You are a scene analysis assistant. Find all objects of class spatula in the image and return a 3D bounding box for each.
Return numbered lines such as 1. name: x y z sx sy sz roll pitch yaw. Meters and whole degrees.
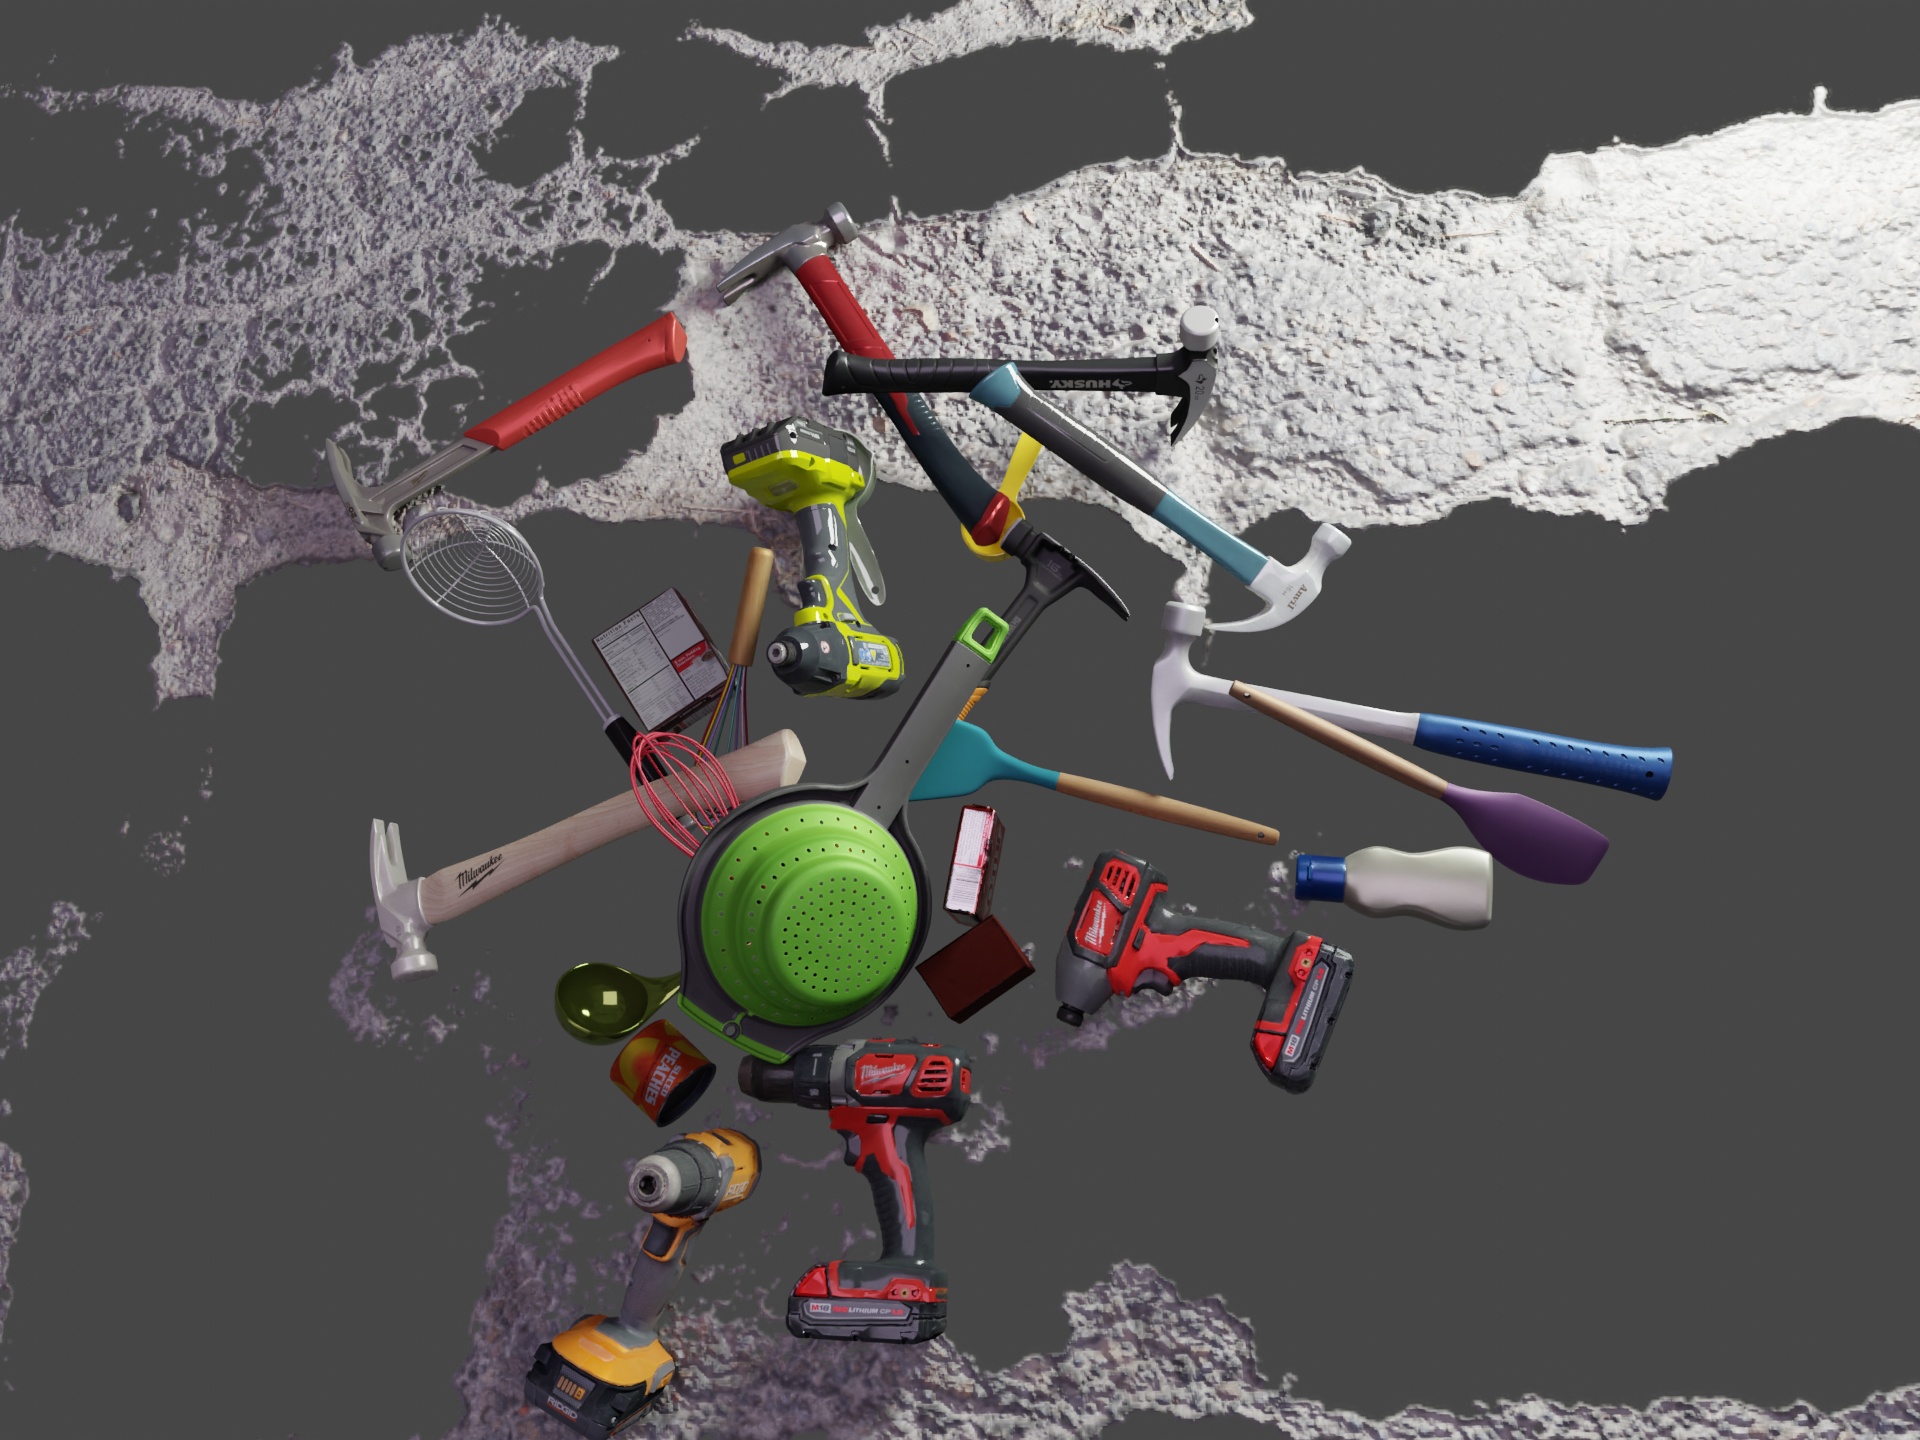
1. spatula: 0.353 0.046 1.245 0.316 0.018 0.059 27 109 3
2. spatula: 0.103 0.060 1.301 0.317 0.044 0.082 14 100 8

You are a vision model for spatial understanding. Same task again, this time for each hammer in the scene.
1. hammer: 0.154 -0.189 1.314 0.331 0.033 0.128 34 96 -5
2. hammer: 0.351 0.011 1.271 0.405 0.035 0.144 11 96 9
3. hammer: -0.321 0.087 1.343 0.410 0.038 0.146 -22 71 14
4. hammer: -0.423 -0.289 1.505 0.359 0.036 0.149 -30 72 1
5. hammer: -0.080 -0.299 1.430 0.143 0.038 0.387 -32 66 1
6. hammer: 0.047 -0.289 1.349 0.335 0.146 0.035 1 63 5
7. hammer: -0.002 -0.004 1.344 0.127 0.034 0.337 38 87 4

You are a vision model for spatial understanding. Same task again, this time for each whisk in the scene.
1. whisk: -0.190 -0.026 1.358 0.047 0.051 0.245 11 94 -11
2. whisk: -0.171 0.127 1.269 0.073 0.073 0.295 -33 105 0

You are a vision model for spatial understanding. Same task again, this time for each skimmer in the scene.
1. skimmer: -0.360 -0.037 1.394 0.363 0.090 0.127 52 128 15

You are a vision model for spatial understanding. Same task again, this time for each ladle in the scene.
1. ladle: -0.184 0.183 1.319 0.320 0.062 0.078 -25 47 -1

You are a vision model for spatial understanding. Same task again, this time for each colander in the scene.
1. colander: -0.063 0.085 1.223 0.204 0.094 0.397 35 82 -21

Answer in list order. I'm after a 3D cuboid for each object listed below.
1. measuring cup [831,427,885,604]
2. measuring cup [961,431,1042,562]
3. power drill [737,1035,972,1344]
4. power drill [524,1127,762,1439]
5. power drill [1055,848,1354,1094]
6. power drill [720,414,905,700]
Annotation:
1. measuring cup: -0.097 -0.178 1.420 0.083 0.038 0.168 -21 83 6
2. measuring cup: 0.050 -0.210 1.404 0.062 0.029 0.156 21 76 15
3. power drill: -0.089 0.361 1.242 0.188 0.080 0.227 0 72 10
4. power drill: -0.238 0.416 1.197 0.084 0.185 0.226 25 83 14
5. power drill: 0.183 0.202 1.240 0.220 0.078 0.143 21 79 18
6. power drill: -0.124 -0.129 1.317 0.080 0.171 0.223 -17 81 24
